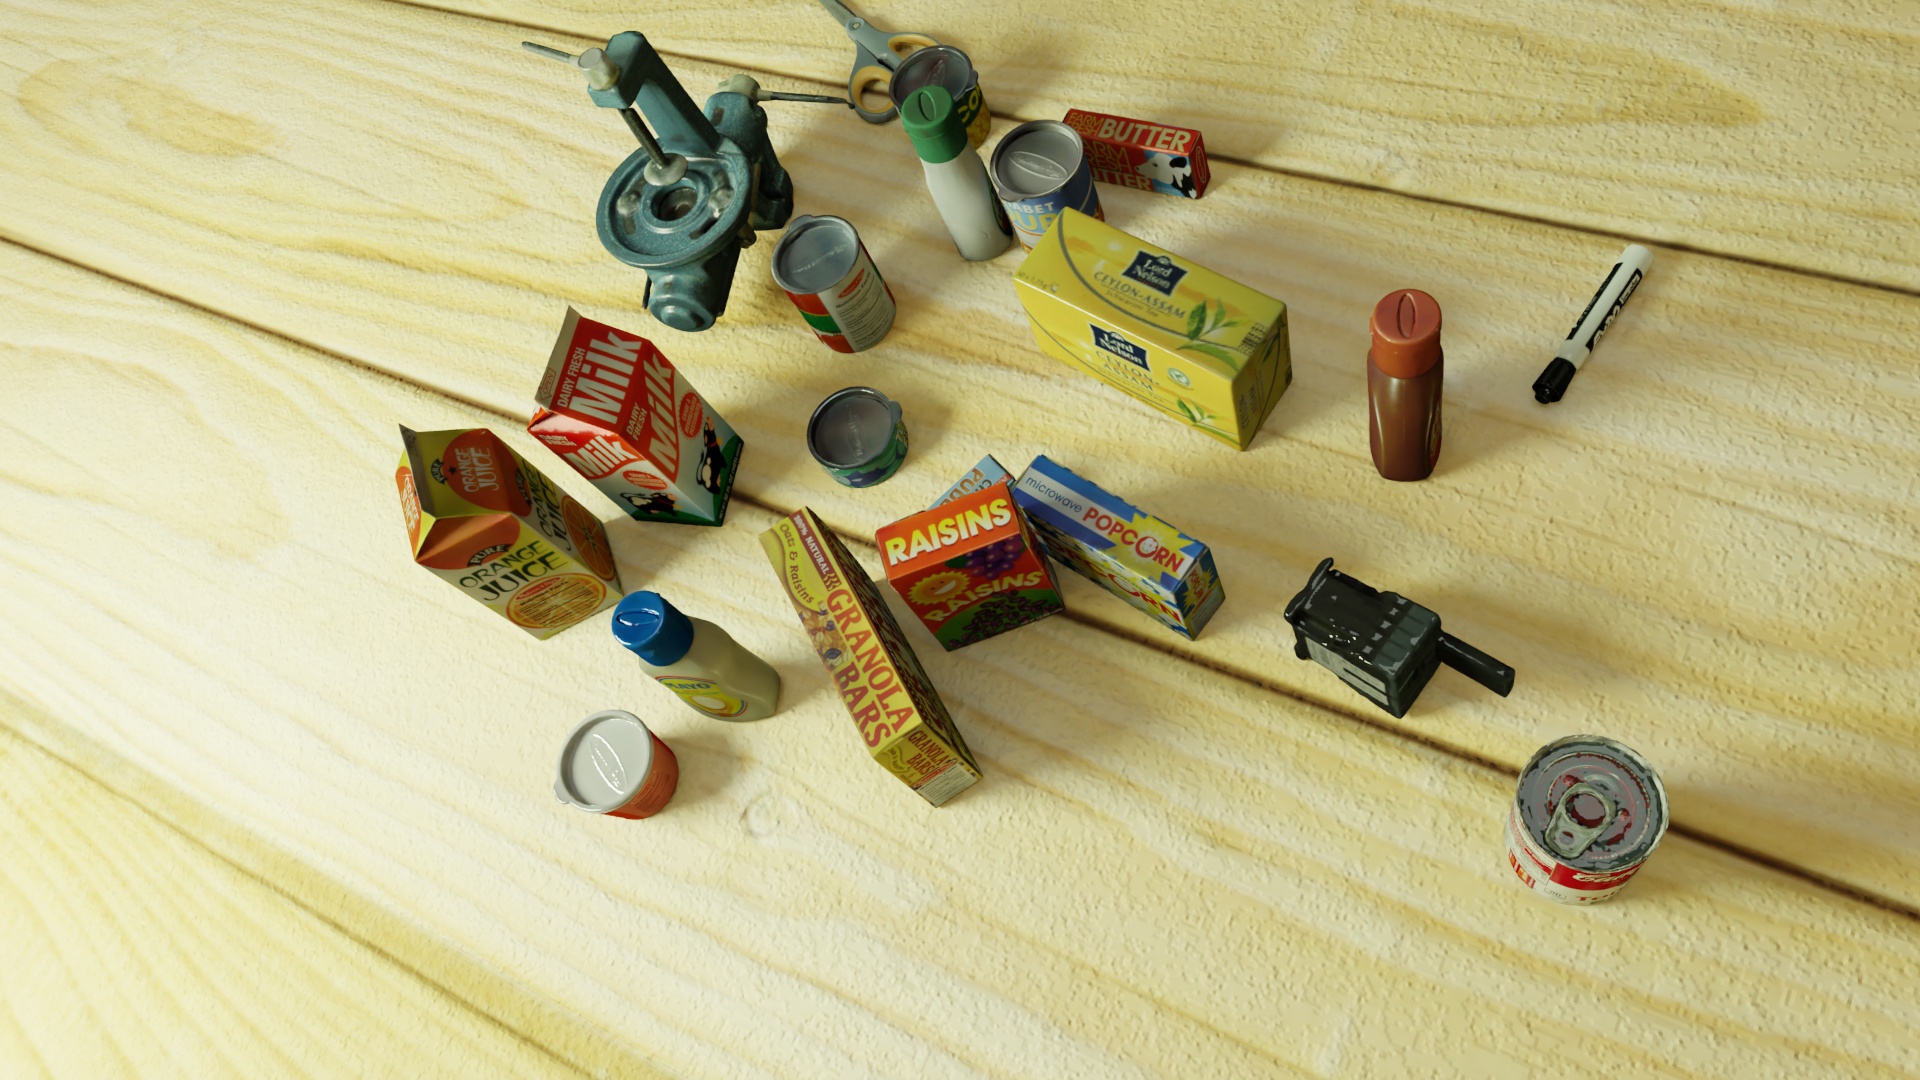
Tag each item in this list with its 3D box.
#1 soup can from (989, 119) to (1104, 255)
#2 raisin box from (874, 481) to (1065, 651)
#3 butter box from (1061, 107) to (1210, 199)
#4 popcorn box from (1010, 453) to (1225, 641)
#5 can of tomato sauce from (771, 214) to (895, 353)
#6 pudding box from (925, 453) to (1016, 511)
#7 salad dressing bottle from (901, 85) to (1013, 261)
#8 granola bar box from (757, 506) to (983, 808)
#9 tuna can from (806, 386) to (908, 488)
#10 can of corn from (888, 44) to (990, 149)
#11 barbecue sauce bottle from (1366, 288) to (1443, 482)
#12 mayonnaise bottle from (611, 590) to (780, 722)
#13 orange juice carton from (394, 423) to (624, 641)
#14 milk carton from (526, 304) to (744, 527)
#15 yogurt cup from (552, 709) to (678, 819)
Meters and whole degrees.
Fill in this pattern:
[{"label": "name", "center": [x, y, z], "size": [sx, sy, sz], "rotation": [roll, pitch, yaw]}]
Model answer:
[{"label": "soup can", "center": [0.061, -0.244, 0.986], "size": [0.071, 0.083, 0.071], "rotation": [-7, 64, 15]}, {"label": "raisin box", "center": [0.009, 0.018, 0.857], "size": [0.086, 0.123, 0.040], "rotation": [-20, 62, 8]}, {"label": "butter box", "center": [0.125, -0.278, 1.000], "size": [0.103, 0.053, 0.024], "rotation": [18, 73, 24]}, {"label": "popcorn box", "center": [0.096, 0.004, 0.858], "size": [0.127, 0.085, 0.038], "rotation": [31, 79, 27]}, {"label": "can of tomato sauce", "center": [-0.091, -0.185, 1.007], "size": [0.071, 0.083, 0.071], "rotation": [-7, 64, 15]}, {"label": "pudding box", "center": [0.003, -0.011, 0.915], "size": [0.084, 0.049, 0.030], "rotation": [-43, 61, -5]}, {"label": "salad dressing bottle", "center": [-0.002, -0.255, 0.975], "size": [0.044, 0.147, 0.064], "rotation": [-20, 62, 8]}, {"label": "granola bar box", "center": [-0.054, 0.072, 0.851], "size": [0.039, 0.124, 0.166], "rotation": [-32, 61, 1]}, {"label": "tuna can", "center": [-0.069, -0.073, 0.976], "size": [0.071, 0.032, 0.071], "rotation": [-7, 64, 14]}, {"label": "can of corn", "center": [-0.012, -0.334, 1.066], "size": [0.071, 0.058, 0.071], "rotation": [-7, 64, 15]}, {"label": "barbecue sauce bottle", "center": [0.261, -0.092, 0.815], "size": [0.043, 0.148, 0.065], "rotation": [1, 67, 18]}, {"label": "mayonnaise bottle", "center": [-0.168, 0.075, 0.872], "size": [0.065, 0.147, 0.041], "rotation": [-1, 66, 17]}, {"label": "orange juice carton", "center": [-0.309, -0.008, 0.929], "size": [0.073, 0.192, 0.072], "rotation": [-27, 61, 4]}, {"label": "milk carton", "center": [-0.225, -0.079, 0.938], "size": [0.073, 0.190, 0.072], "rotation": [4, 68, 19]}, {"label": "yogurt cup", "center": [-0.220, 0.150, 0.907], "size": [0.072, 0.053, 0.072], "rotation": [-7, 64, 15]}]
